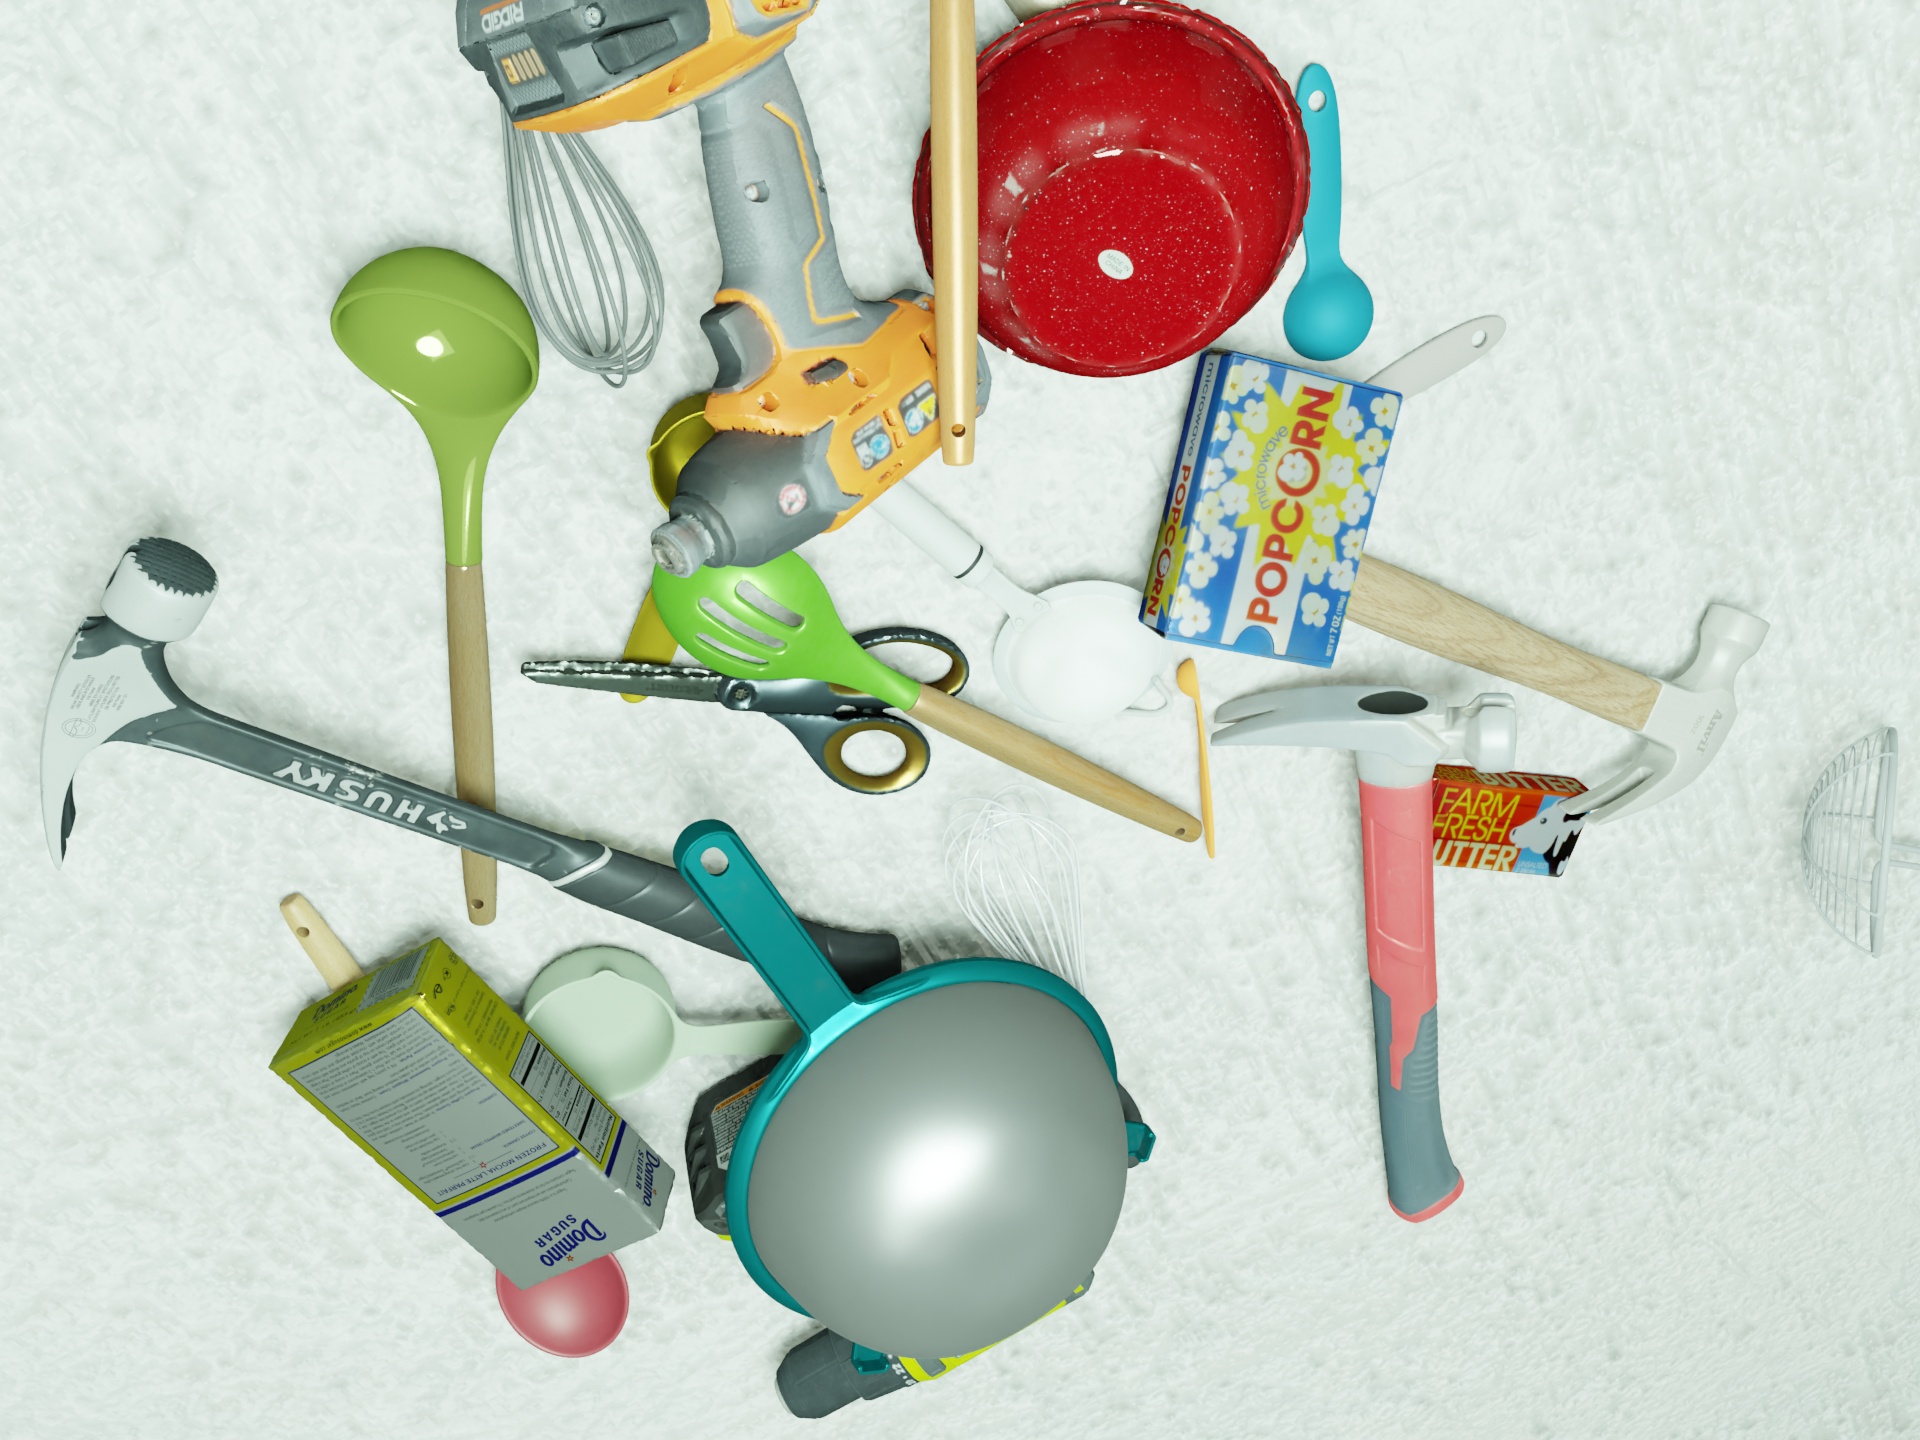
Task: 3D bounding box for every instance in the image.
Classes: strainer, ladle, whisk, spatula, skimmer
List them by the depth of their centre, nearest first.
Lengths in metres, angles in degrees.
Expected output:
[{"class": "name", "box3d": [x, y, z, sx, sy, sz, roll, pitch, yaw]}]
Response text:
[{"class": "spatula", "box3d": [-0.003, -0.250, 0.564, 0.081, 0.041, 0.322, -2, 109, -3]}, {"class": "whisk", "box3d": [-0.163, -0.237, 0.584, 0.055, 0.055, 0.238, -18, 116, -4]}, {"class": "ladle", "box3d": [-0.212, -0.038, 0.670, 0.078, 0.062, 0.320, 7, 119, 1]}, {"class": "strainer", "box3d": [-0.023, 0.180, 0.714, 0.211, 0.095, 0.340, -36, 125, -9]}, {"class": "strainer", "box3d": [0.011, -0.063, 0.723, 0.258, 0.050, 0.087, 38, 117, -24]}, {"class": "ladle", "box3d": [-0.255, 0.210, 0.804, 0.069, 0.031, 0.315, -22, 118, 1]}, {"class": "whisk", "box3d": [0.056, 0.146, 0.834, 0.070, 0.070, 0.284, -23, 124, -2]}, {"class": "skimmer", "box3d": [0.625, 0.090, 0.927, 0.363, 0.090, 0.127, 11, 82, -22]}]

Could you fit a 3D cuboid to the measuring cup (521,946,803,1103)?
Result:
[{"class": "measuring cup", "box3d": [-0.135, 0.149, 0.797, 0.167, 0.038, 0.083, 2, 116, -17]}]

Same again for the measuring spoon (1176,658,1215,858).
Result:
[{"class": "measuring spoon", "box3d": [0.119, 0.022, 0.804, 0.011, 0.021, 0.116, -8, 119, 5]}]

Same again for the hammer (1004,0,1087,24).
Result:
[{"class": "hammer", "box3d": [-0.030, -0.347, 0.565, 0.410, 0.038, 0.146, 37, 102, -28]}]

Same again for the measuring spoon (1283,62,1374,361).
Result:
[{"class": "measuring spoon", "box3d": [0.160, -0.216, 0.688, 0.042, 0.021, 0.128, -15, 121, -6]}]

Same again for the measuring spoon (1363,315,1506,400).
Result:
[{"class": "measuring spoon", "box3d": [0.200, -0.151, 0.734, 0.124, 0.018, 0.034, -30, 120, 2]}]

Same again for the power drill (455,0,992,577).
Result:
[{"class": "power drill", "box3d": [-0.086, -0.171, 0.582, 0.164, 0.084, 0.226, -44, 126, -32]}]

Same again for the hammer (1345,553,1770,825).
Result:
[{"class": "hammer", "box3d": [0.251, -0.041, 0.789, 0.331, 0.031, 0.130, 19, 98, -19]}]

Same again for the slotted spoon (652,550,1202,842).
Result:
[{"class": "slotted spoon", "box3d": [-0.001, -0.002, 0.736, 0.313, 0.031, 0.070, 26, 121, -30]}]

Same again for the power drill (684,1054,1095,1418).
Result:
[{"class": "power drill", "box3d": [-0.052, 0.281, 0.865, 0.190, 0.080, 0.228, -29, 123, 1]}]

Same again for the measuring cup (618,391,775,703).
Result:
[{"class": "measuring cup", "box3d": [-0.123, -0.074, 0.696, 0.062, 0.029, 0.156, 13, 125, -23]}]

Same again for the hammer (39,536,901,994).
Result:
[{"class": "hammer", "box3d": [-0.192, 0.063, 0.712, 0.408, 0.036, 0.149, 26, 117, -32]}]

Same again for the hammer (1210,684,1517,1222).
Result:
[{"class": "hammer", "box3d": [0.227, 0.143, 0.871, 0.143, 0.038, 0.385, 0, 128, 18]}]
